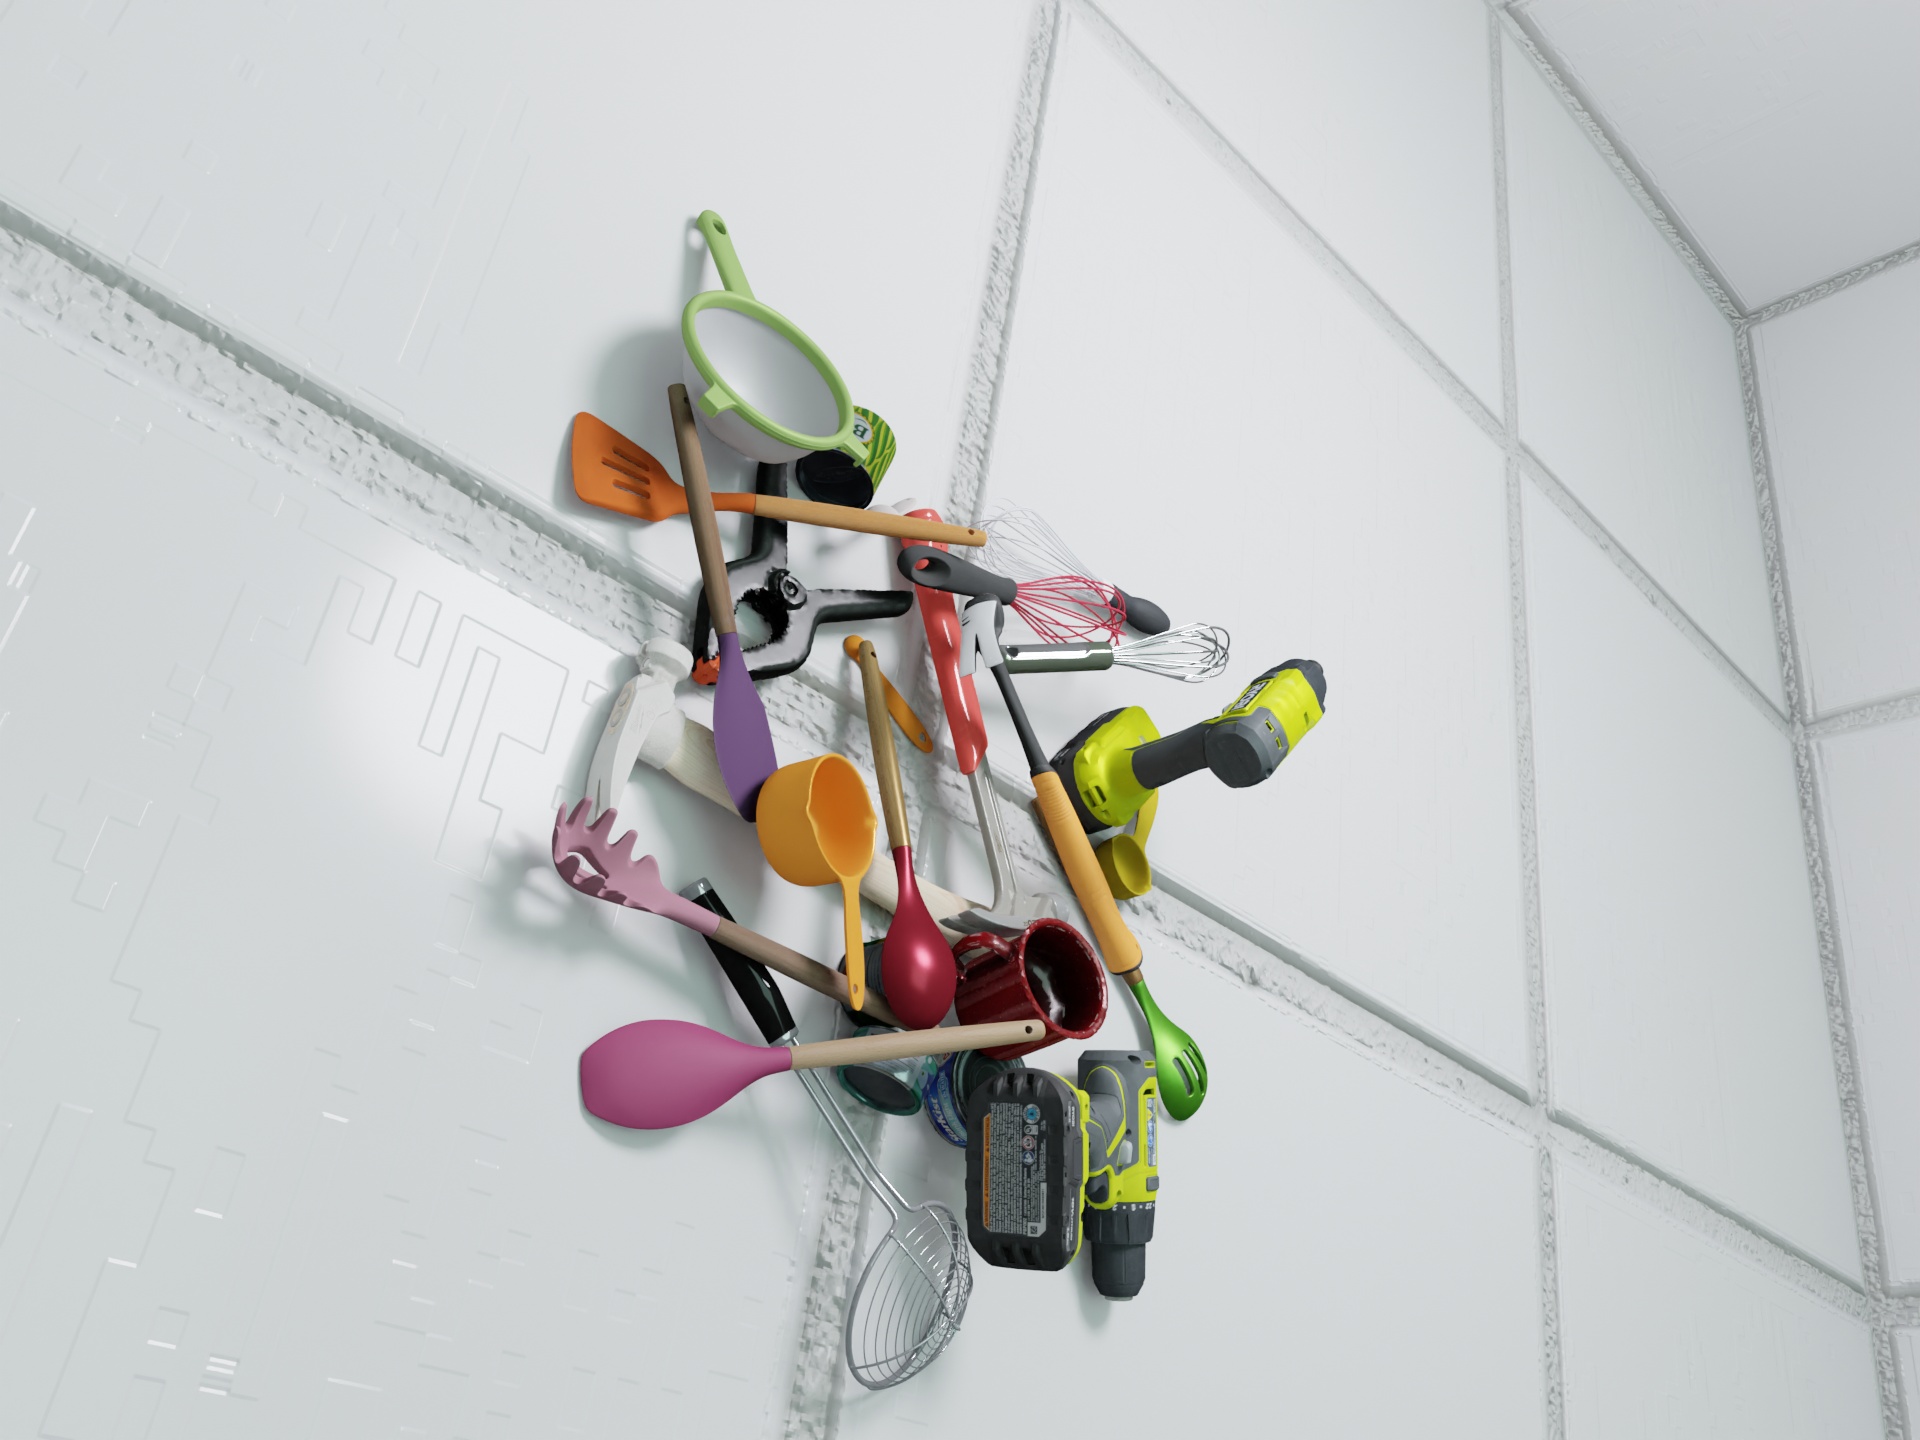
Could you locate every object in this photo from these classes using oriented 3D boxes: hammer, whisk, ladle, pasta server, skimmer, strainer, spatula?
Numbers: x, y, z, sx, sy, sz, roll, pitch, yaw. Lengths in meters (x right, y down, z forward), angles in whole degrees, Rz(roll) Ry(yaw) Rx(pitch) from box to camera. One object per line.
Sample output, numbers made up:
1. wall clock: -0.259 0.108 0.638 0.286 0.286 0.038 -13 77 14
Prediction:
1. hammer: -0.002 -0.004 1.263 0.149 0.037 0.359 13 59 -56
2. whisk: 0.109 -0.129 1.448 0.284 0.070 0.070 23 59 -45
3. ladle: -0.047 0.073 1.165 0.069 0.031 0.316 19 48 -41
4. whisk: 0.130 -0.056 1.347 0.246 0.059 0.058 -3 44 -31
5. pasta server: -0.135 0.143 1.047 0.316 0.040 0.060 31 33 -26
6. skimmer: -0.105 0.278 1.083 0.127 0.090 0.363 -29 86 -50
7. strainer: -0.174 -0.285 1.213 0.151 0.069 0.257 11 46 -43
8. hammer: -0.090 0.105 1.163 0.410 0.038 0.146 36 53 -32
9. whisk: 0.050 -0.102 1.323 0.295 0.073 0.073 13 66 -49
10. spatula: -0.127 -0.162 1.177 0.322 0.041 0.081 6 57 -21
11. spatula: -0.169 -0.084 1.106 0.059 0.018 0.316 -1 77 -55
12. hammer: 0.076 0.067 1.263 0.127 0.034 0.336 -86 154 -65

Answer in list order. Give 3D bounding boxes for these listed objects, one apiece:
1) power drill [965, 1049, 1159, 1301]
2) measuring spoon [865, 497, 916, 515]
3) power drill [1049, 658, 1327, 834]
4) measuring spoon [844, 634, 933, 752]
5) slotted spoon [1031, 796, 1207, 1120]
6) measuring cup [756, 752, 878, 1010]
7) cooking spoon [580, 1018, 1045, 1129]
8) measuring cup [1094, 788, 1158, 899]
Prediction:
1. power drill: 0.088 0.344 1.189 0.228 0.080 0.191 22 66 -61
2. measuring spoon: -0.056 -0.174 1.289 0.124 0.034 0.018 -58 137 -69
3. power drill: 0.200 0.016 1.358 0.171 0.223 0.080 -40 104 -47
4. measuring spoon: -0.054 -0.021 1.267 0.116 0.011 0.021 54 44 -15
5. slotted spoon: 0.138 0.203 1.368 0.070 0.031 0.313 -34 98 -48
6. measuring cup: -0.097 0.111 1.079 0.095 0.052 0.174 15 67 -63
7. cooking spoon: -0.089 0.219 1.048 0.318 0.017 0.069 -2 72 -24
8. measuring cup: 0.153 0.103 1.431 0.062 0.029 0.157 52 33 -18
